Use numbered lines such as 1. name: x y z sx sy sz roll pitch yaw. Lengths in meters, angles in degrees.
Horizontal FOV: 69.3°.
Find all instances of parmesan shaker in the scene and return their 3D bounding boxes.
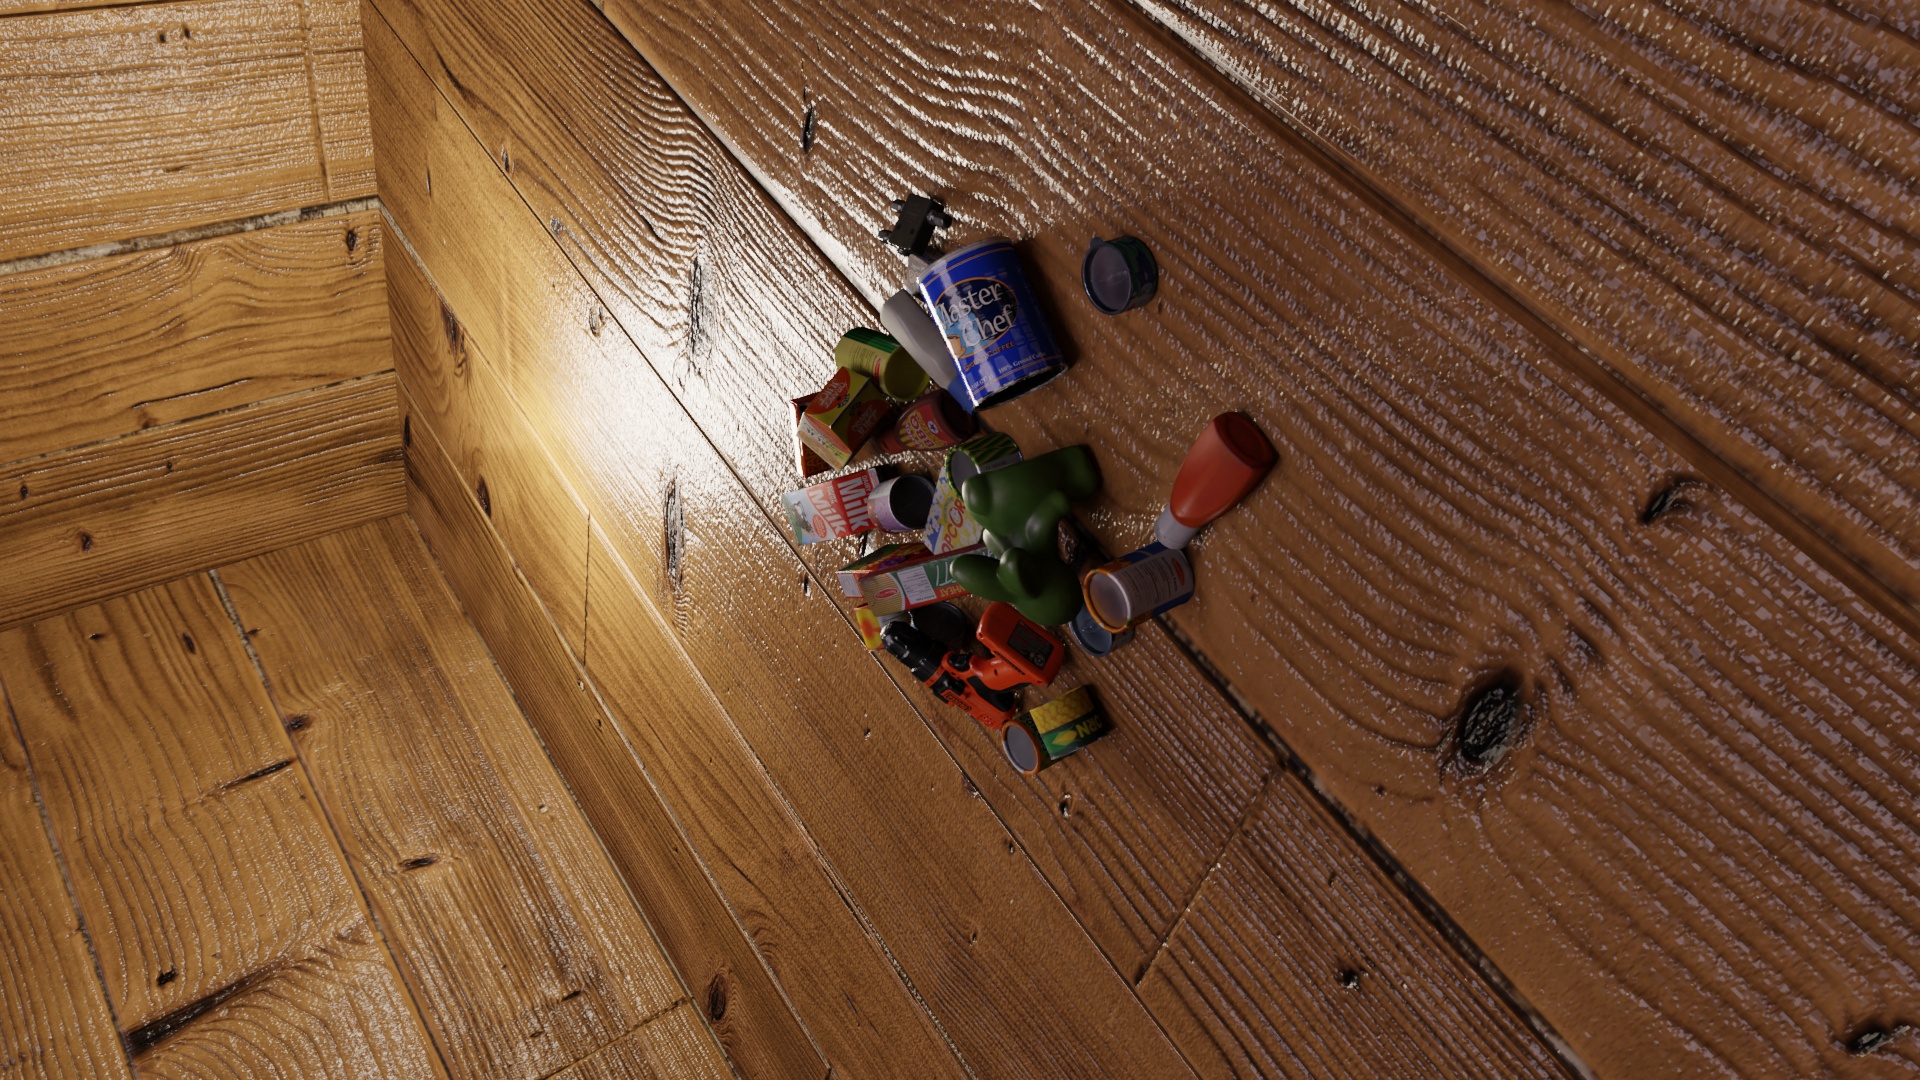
1. parmesan shaker: -0.087 -0.203 1.567 0.103 0.071 0.071 27 129 48

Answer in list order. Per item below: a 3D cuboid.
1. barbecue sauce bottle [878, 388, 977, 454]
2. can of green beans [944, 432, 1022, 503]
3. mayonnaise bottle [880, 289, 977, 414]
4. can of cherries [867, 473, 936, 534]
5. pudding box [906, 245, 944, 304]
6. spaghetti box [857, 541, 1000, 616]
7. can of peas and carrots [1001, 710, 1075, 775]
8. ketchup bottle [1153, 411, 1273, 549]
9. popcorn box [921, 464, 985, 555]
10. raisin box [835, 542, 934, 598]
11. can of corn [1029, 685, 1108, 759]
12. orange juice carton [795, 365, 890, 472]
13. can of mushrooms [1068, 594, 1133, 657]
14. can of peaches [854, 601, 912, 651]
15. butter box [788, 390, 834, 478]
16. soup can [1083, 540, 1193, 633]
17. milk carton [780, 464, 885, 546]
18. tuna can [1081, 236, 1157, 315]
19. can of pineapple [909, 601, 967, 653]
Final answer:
1. barbecue sauce bottle: -0.042 -0.127 1.561 0.064 0.044 0.148 57 150 -12
2. can of green beans: 0.025 -0.076 1.479 0.071 0.058 0.071 33 133 43
3. mayonnaise bottle: -0.024 -0.198 1.476 0.148 0.041 0.064 48 170 10
4. can of cherries: -0.067 -0.040 1.628 0.058 0.072 0.071 -13 97 58
5. pudding box: -0.021 -0.271 1.462 0.084 0.030 0.049 40 139 38
6. spaghetti box: -0.005 0.037 1.529 0.249 0.029 0.050 -15 105 36
7. can of peas and carrots: 0.089 0.221 1.553 0.071 0.059 0.070 33 133 43
8. ketchup bottle: 0.216 -0.046 1.225 0.065 0.044 0.148 57 146 20
9. popcorn box: 0.006 -0.020 1.558 0.085 0.038 0.126 49 143 28
10. raisin box: -0.082 0.036 1.674 0.123 0.086 0.040 -2 112 56
11. can of corn: 0.117 0.194 1.491 0.071 0.071 0.058 -34 79 57
12. orange juice carton: -0.135 -0.140 1.589 0.073 0.072 0.192 40 169 -4
13. can of mushrooms: 0.143 0.081 1.417 0.071 0.033 0.070 34 134 43
14. can of peaches: -0.096 0.102 1.752 0.071 0.071 0.058 -11 98 57
15. butter box: -0.185 -0.134 1.762 0.024 0.053 0.103 29 130 48
16. soup can: 0.166 0.045 1.314 0.071 0.084 0.071 33 134 43
17. milk carton: -0.144 -0.045 1.733 0.190 0.074 0.072 -9 100 57
18. tuna can: 0.141 -0.239 1.237 0.071 0.033 0.070 32 133 43
19. can of pineapple: -0.031 0.113 1.661 0.071 0.071 0.057 46 142 31
